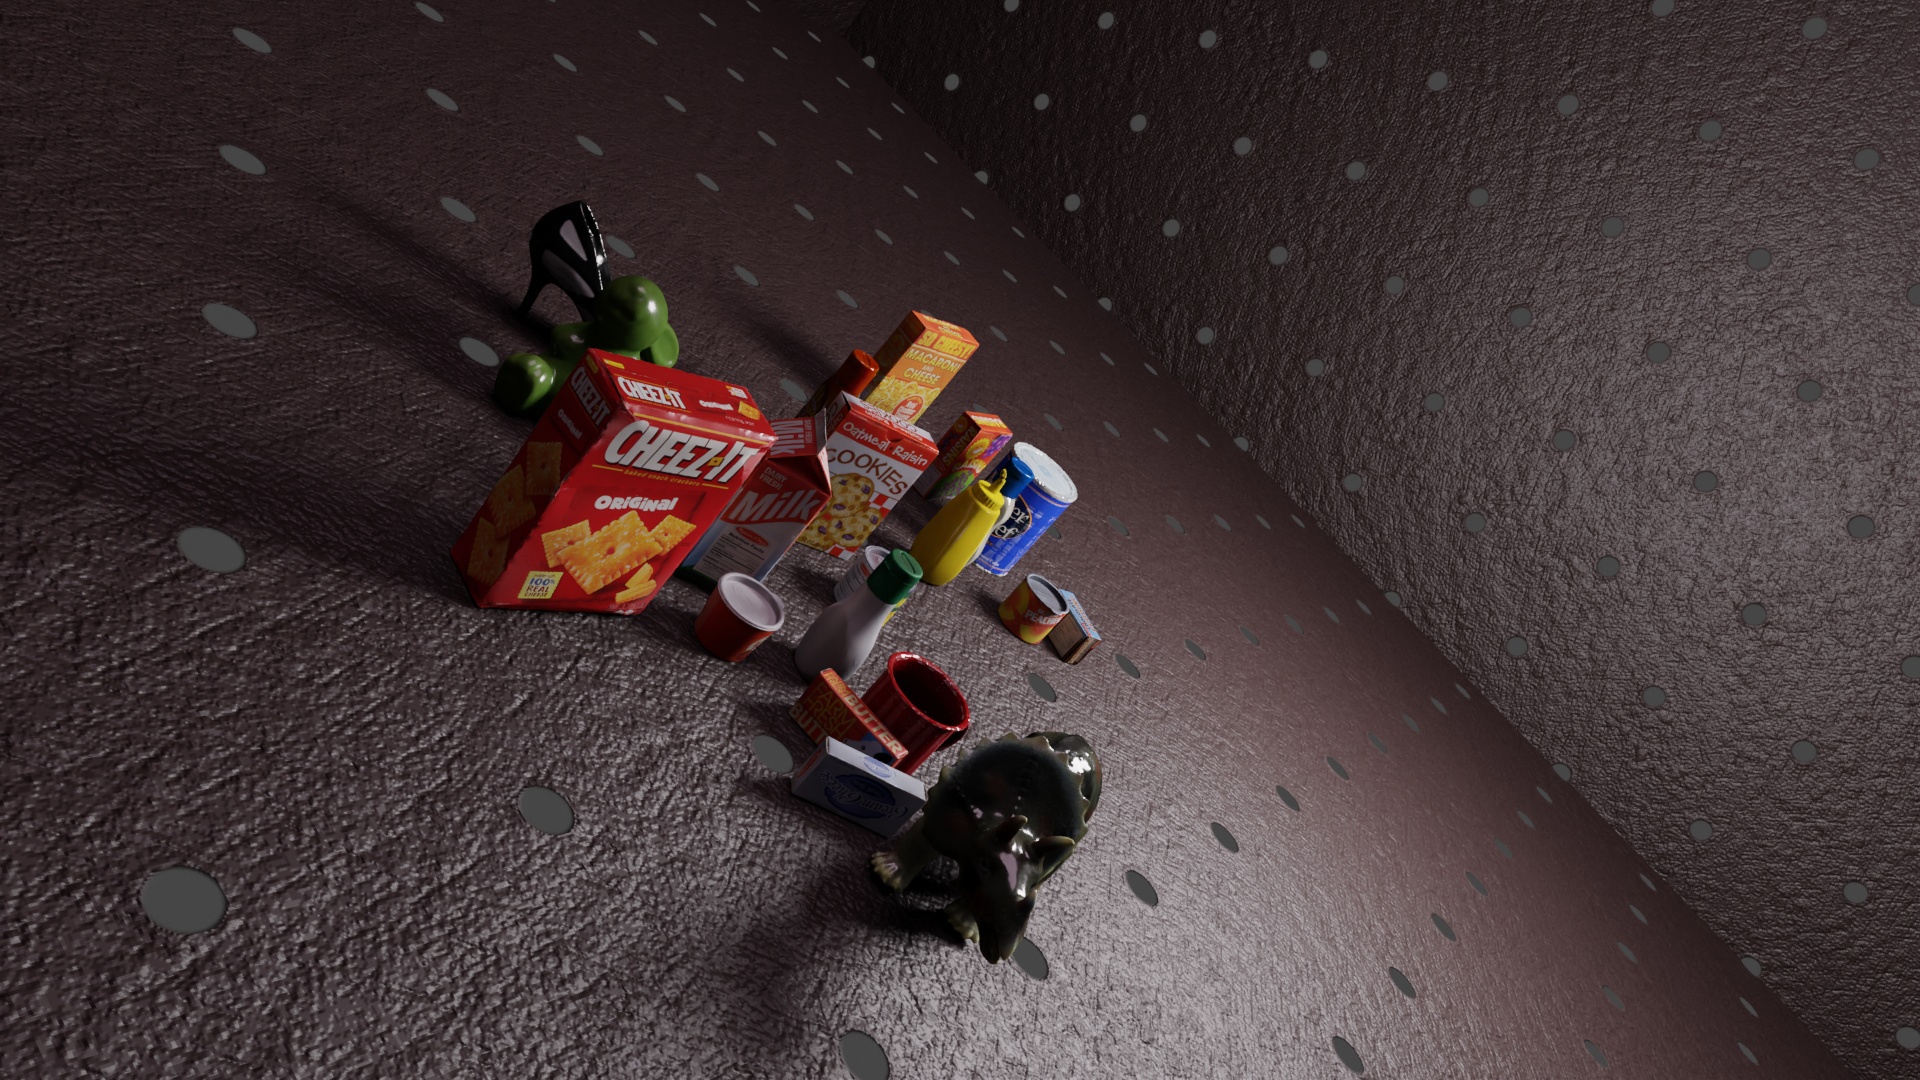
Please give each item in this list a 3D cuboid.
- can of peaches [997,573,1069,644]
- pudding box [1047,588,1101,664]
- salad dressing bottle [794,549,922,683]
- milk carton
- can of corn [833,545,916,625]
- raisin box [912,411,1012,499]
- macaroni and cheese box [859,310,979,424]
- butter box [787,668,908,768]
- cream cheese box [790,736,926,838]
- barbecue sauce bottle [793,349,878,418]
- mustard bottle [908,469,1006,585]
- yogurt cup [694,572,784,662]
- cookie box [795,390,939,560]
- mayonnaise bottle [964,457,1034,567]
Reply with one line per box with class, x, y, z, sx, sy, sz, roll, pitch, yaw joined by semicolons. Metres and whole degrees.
can of peaches;0.088;0.084;1.669;0.071;0.058;0.071;35;22;-17
pudding box;0.132;0.106;1.712;0.030;0.049;0.084;19;31;-44
salad dressing bottle;-0.093;0.071;1.272;0.044;0.147;0.064;19;31;-45
milk carton;-0.179;-0.037;1.273;0.073;0.190;0.073;31;24;-25
can of corn;-0.087;0.050;1.442;0.071;0.058;0.071;35;22;-17
raisin box;0.000;-0.109;1.797;0.040;0.123;0.086;50;23;21
macaroni and cheese box;-0.070;-0.220;1.832;0.124;0.166;0.040;7;40;-55
butter box;-0.099;0.166;1.209;0.103;0.053;0.024;46;22;12
cream cheese box;-0.085;0.206;1.157;0.104;0.053;0.024;31;24;-26
barbecue sauce bottle;-0.151;-0.153;1.596;0.043;0.148;0.065;29;25;-30
mustard bottle;0.006;-0.020;1.590;0.049;0.159;0.065;23;28;-40
yogurt cup;-0.198;0.070;1.225;0.072;0.053;0.073;35;22;-17
cookie box;-0.121;-0.064;1.453;0.123;0.167;0.040;23;28;-39
mayonnaise bottle;0.029;-0.037;1.676;0.065;0.147;0.041;43;21;4
